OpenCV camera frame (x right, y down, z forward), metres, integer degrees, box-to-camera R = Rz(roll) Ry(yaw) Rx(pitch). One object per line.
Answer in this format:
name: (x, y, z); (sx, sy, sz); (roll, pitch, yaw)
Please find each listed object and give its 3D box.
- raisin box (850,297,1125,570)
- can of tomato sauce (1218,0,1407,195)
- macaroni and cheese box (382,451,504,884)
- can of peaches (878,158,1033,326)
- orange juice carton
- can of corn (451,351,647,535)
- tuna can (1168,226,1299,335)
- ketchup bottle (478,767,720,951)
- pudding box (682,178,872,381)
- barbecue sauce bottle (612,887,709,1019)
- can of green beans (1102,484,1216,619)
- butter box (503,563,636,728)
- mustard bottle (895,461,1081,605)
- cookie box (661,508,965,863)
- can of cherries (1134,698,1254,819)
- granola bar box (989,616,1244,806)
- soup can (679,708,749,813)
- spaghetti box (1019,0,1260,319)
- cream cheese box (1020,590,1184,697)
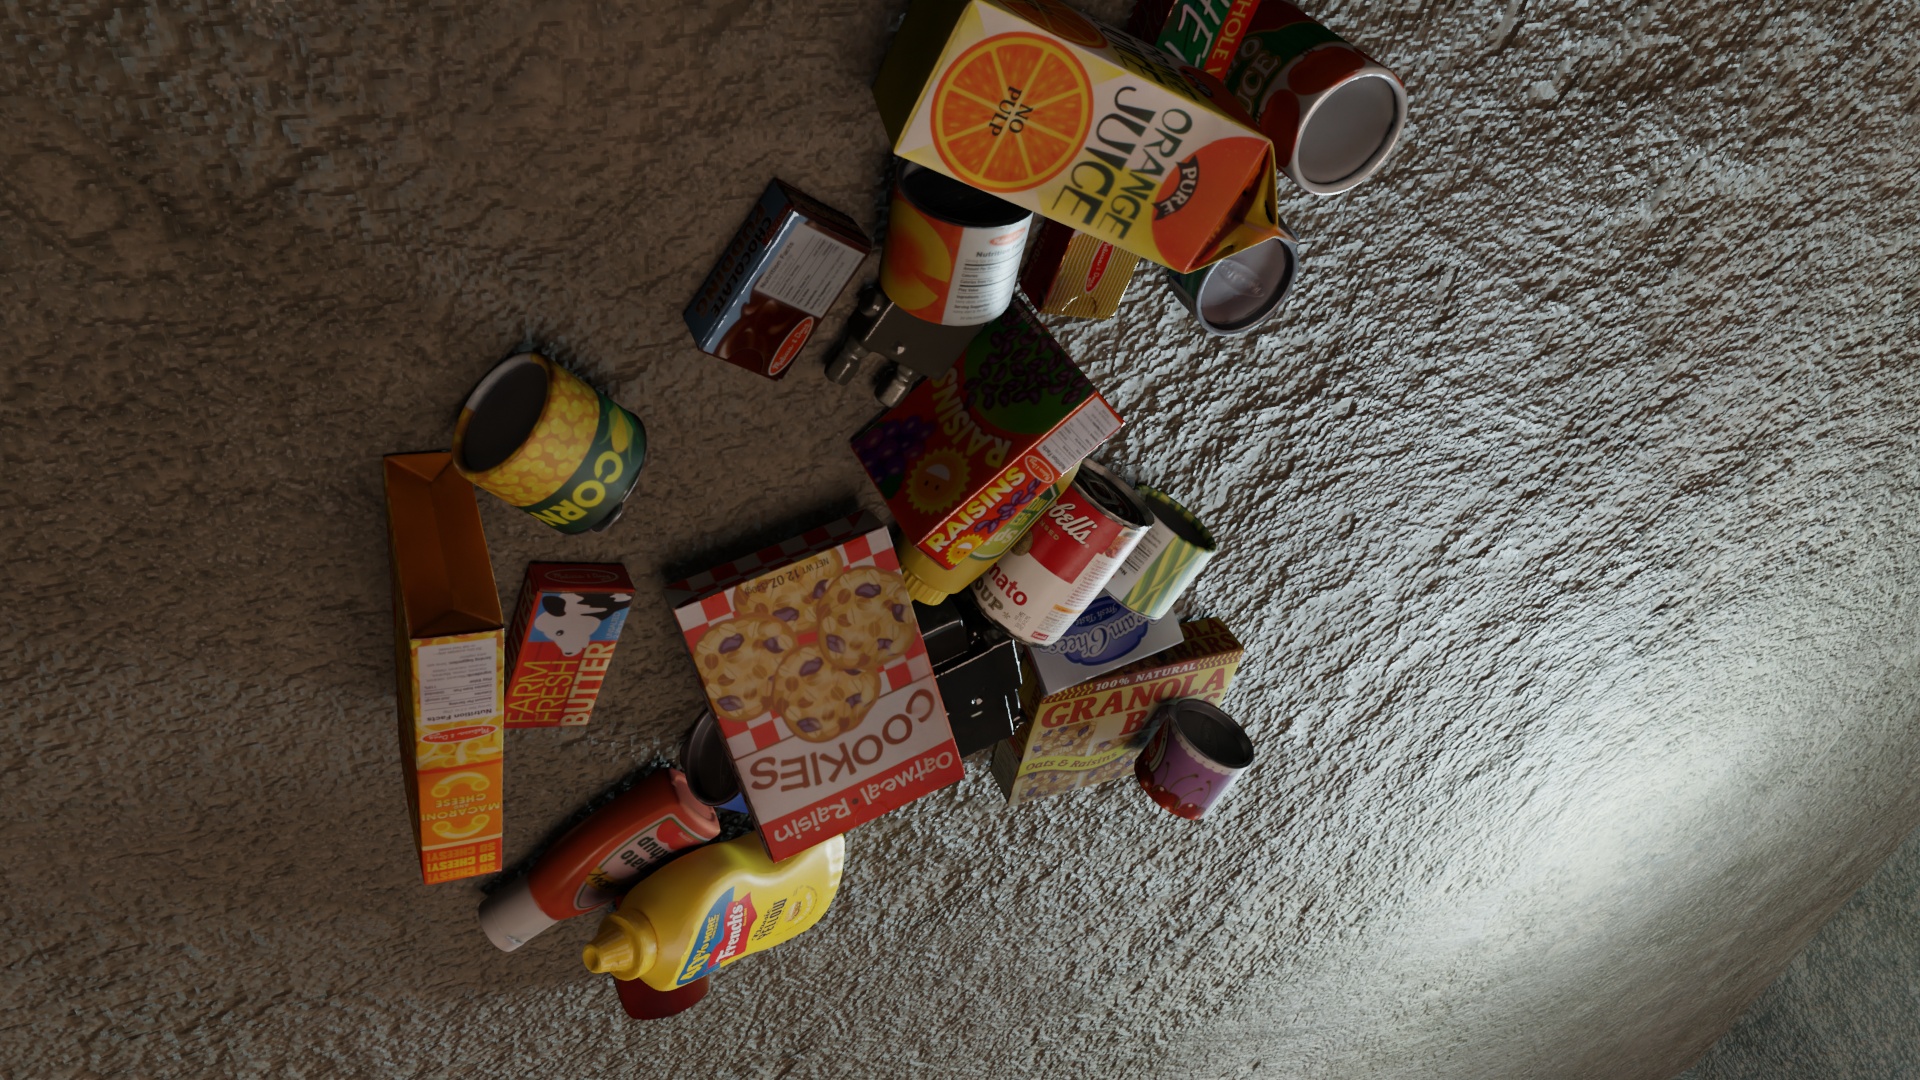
raisin box: (0.012, -0.056, 0.733); (0.123, 0.086, 0.040); (-40, 144, 8)
can of tomato sauce: (0.164, -0.216, 0.676); (0.071, 0.083, 0.070); (-18, 137, -17)
macaroni and cheese box: (-0.244, 0.061, 0.655); (0.040, 0.124, 0.165); (-5, 132, -24)
can of peaches: (-0.004, -0.144, 0.653); (0.071, 0.071, 0.057); (-11, 140, -24)
orange juice carton: (0.065, -0.182, 0.620); (0.193, 0.072, 0.072); (16, 123, -24)
can of corn: (-0.186, -0.042, 0.632); (0.071, 0.071, 0.058); (-41, 138, 10)
tuna can: (0.153, -0.152, 0.770); (0.071, 0.033, 0.070); (-18, 137, -17)
ketchup bottle: (-0.227, 0.200, 0.864); (0.149, 0.044, 0.064); (-33, 143, 0)
pudding box: (-0.086, -0.120, 0.651); (0.049, 0.030, 0.083); (18, 119, -43)
barbecue sauce bottle: (-0.209, 0.269, 0.943); (0.065, 0.044, 0.147); (-15, 135, -17)
can of green beans: (0.119, 0.007, 0.879); (0.071, 0.071, 0.057); (17, 119, -42)
butter box: (-0.215, 0.058, 0.747); (0.053, 0.024, 0.103); (3, 128, -35)
mustard bottle: (0.003, -0.010, 0.801); (0.065, 0.049, 0.159); (20, 117, -41)
cookie box: (-0.079, 0.083, 0.780); (0.123, 0.040, 0.166); (-22, 113, -15)
can of cherries: (0.164, 0.155, 0.994); (0.071, 0.072, 0.058); (6, 128, -36)
granola bar box: (0.111, 0.122, 1.007); (0.166, 0.039, 0.123); (-9, 135, -25)
soup can: (-0.118, 0.137, 0.857); (0.071, 0.071, 0.083); (-47, 138, 16)
spaghetti box: (0.098, -0.221, 0.671); (0.050, 0.029, 0.248); (0, 130, -32)
cream cheese box: (0.092, 0.061, 0.924); (0.104, 0.053, 0.024); (-21, 178, -14)
